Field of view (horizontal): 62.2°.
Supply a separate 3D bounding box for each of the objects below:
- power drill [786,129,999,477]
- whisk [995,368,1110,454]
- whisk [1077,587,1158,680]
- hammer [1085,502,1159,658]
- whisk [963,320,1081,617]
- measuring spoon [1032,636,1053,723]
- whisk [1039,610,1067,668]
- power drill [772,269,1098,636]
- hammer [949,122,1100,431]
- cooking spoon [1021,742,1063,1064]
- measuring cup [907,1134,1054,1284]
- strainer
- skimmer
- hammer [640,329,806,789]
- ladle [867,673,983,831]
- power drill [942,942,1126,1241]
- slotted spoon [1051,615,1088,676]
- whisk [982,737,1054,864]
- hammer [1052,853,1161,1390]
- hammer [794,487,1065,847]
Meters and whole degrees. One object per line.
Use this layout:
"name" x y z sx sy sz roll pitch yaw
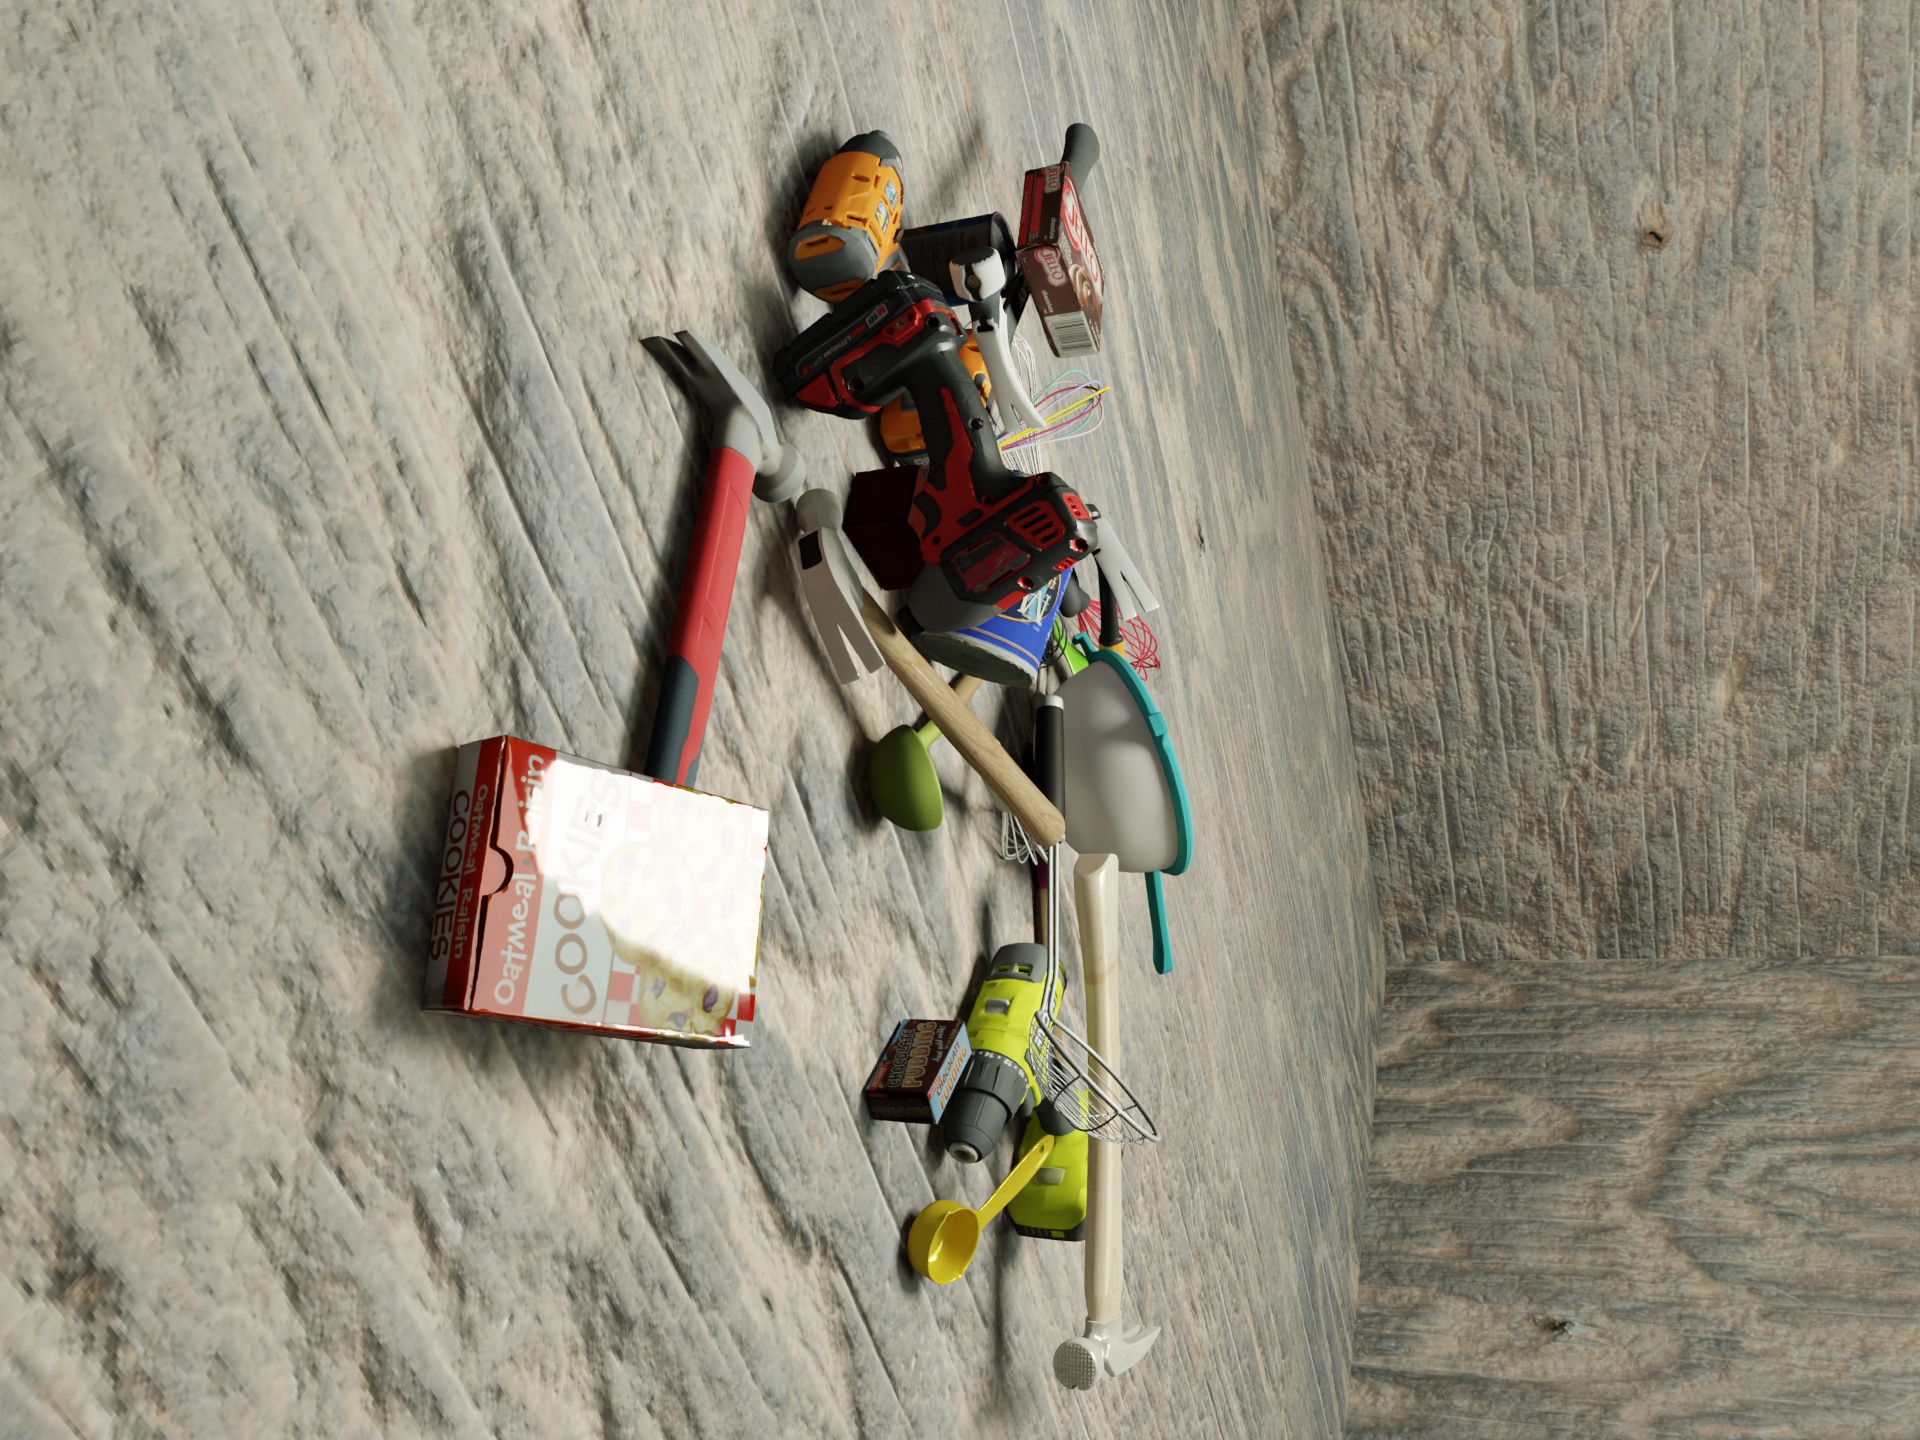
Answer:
"power drill" -0.041 -0.309 1.162 0.226 0.084 0.164 59 33 -42
"whisk" 0.041 -0.230 1.291 0.245 0.047 0.051 -34 125 -37
"whisk" 0.126 -0.109 1.581 0.295 0.073 0.073 38 51 -54
"hammer" 0.149 -0.059 1.526 0.336 0.034 0.127 77 -12 -58
"whisk" 0.061 -0.216 1.391 0.070 0.070 0.284 -60 137 -55
"measuring spoon" 0.086 -0.047 1.514 0.034 0.018 0.124 56 36 -52
"whisk" 0.040 -0.144 1.381 0.055 0.055 0.238 -69 143 -48
"power drill" -0.021 -0.167 1.037 0.220 0.143 0.078 59 19 6
"hammer" 0.069 -0.385 1.283 0.409 0.036 0.149 -71 150 -48
"cooking spoon" 0.078 0.179 1.451 0.068 0.017 0.319 8 78 -68
"measuring cup" 0.016 0.354 1.182 0.156 0.029 0.062 -35 125 -42
"strainer" 0.131 0.104 1.433 0.211 0.095 0.340 -124 -160 -59
"skimmer" 0.100 0.144 1.230 0.127 0.090 0.364 41 44 -55
"hammer" -0.157 -0.025 0.868 0.143 0.038 0.387 49 41 -55
"ladle" -0.002 -0.004 1.236 0.320 0.062 0.078 -53 135 -63
"power drill" 0.057 0.322 1.296 0.228 0.080 0.191 67 33 -35
"slotted spoon" 0.073 -0.112 1.465 0.070 0.031 0.313 -90 157 -46
"whisk" 0.041 0.066 1.303 0.059 0.058 0.246 54 -4 26
"hammer" 0.120 0.316 1.299 0.146 0.038 0.411 13 76 -61
"hammer" -0.013 -0.011 1.107 0.331 0.031 0.130 50 22 -39
